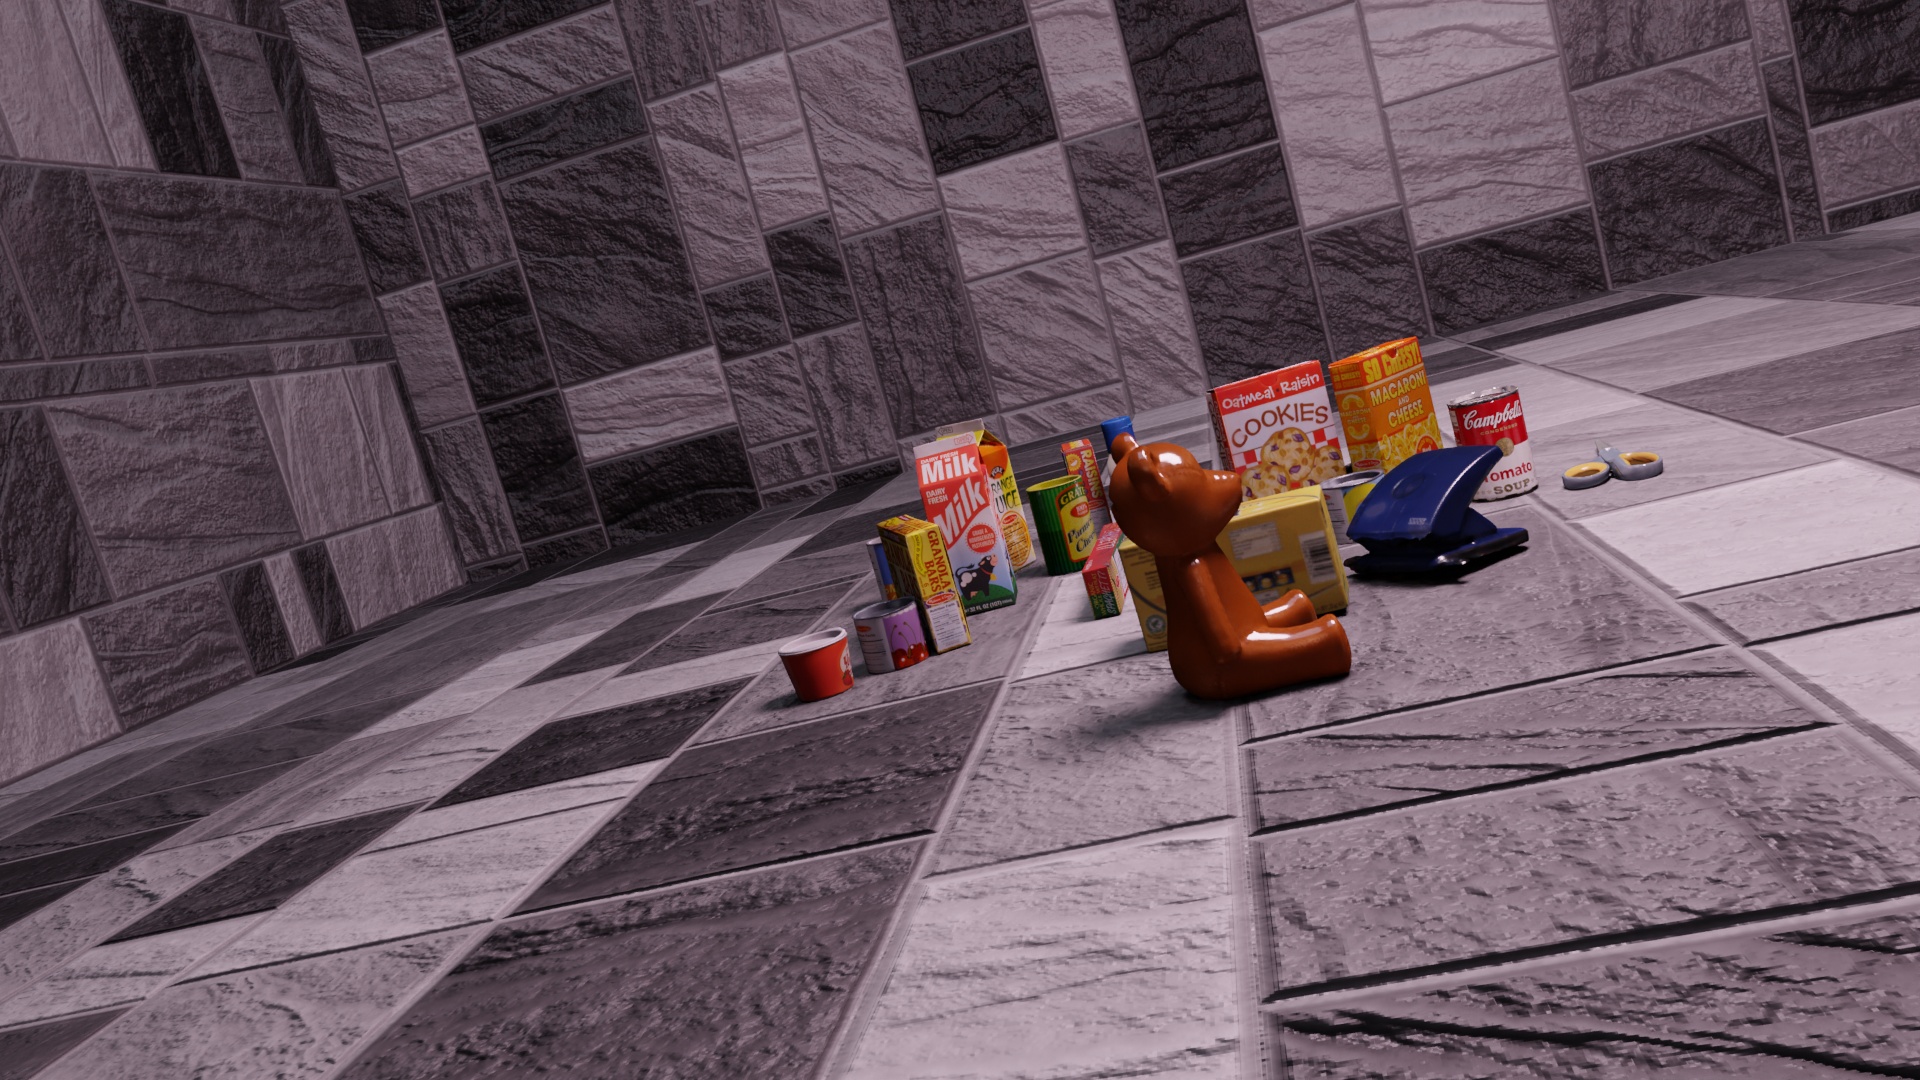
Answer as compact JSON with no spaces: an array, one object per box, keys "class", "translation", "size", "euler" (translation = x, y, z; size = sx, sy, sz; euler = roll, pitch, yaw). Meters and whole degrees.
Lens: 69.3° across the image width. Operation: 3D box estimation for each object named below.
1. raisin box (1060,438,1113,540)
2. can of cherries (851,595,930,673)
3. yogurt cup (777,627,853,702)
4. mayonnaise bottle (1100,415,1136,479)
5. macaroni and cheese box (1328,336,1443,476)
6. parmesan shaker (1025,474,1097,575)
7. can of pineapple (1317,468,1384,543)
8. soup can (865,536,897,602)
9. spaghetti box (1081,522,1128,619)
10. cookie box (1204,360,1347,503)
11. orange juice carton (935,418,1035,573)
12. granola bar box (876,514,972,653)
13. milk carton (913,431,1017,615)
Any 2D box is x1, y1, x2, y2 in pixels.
[{"class":"raisin box","translation":[0.161,-0.063,1.763],"size":[0.040,0.123,0.086],"euler":[-15,8,5]},{"class":"can of cherries","translation":[-0.065,0.092,1.370],"size":[0.071,0.058,0.071],"euler":[-15,8,2]},{"class":"yogurt cup","translation":[-0.135,0.120,1.329],"size":[0.072,0.054,0.072],"euler":[-15,8,2]},{"class":"mayonnaise bottle","translation":[0.204,-0.075,1.672],"size":[0.041,0.148,0.065],"euler":[-11,9,32]},{"class":"macaroni and cheese box","translation":[0.447,-0.117,1.437],"size":[0.124,0.166,0.040],"euler":[-22,10,-41]},{"class":"parmesan shaker","translation":[0.122,-0.019,1.607],"size":[0.071,0.103,0.071],"euler":[-15,8,2]},{"class":"can of pineapple","translation":[0.391,-0.034,1.366],"size":[0.071,0.057,0.071],"euler":[-15,8,2]},{"class":"soup can","translation":[-0.069,0.034,1.682],"size":[0.071,0.083,0.071],"euler":[-15,8,2]},{"class":"spaghetti box","translation":[0.157,0.026,1.433],"size":[0.028,0.050,0.251],"euler":[-14,8,13]},{"class":"cookie box","translation":[0.346,-0.099,1.504],"size":[0.123,0.167,0.040],"euler":[-17,8,-8]},{"class":"orange juice carton","translation":[0.022,-0.052,1.701],"size":[0.071,0.192,0.073],"euler":[-10,9,36]},{"class":"granola bar box","translation":[-0.039,0.041,1.432],"size":[0.039,0.124,0.165],"euler":[-17,8,-12]},{"class":"milk carton","translation":[0.005,-0.019,1.522],"size":[0.072,0.190,0.073],"euler":[-15,8,6]}]
